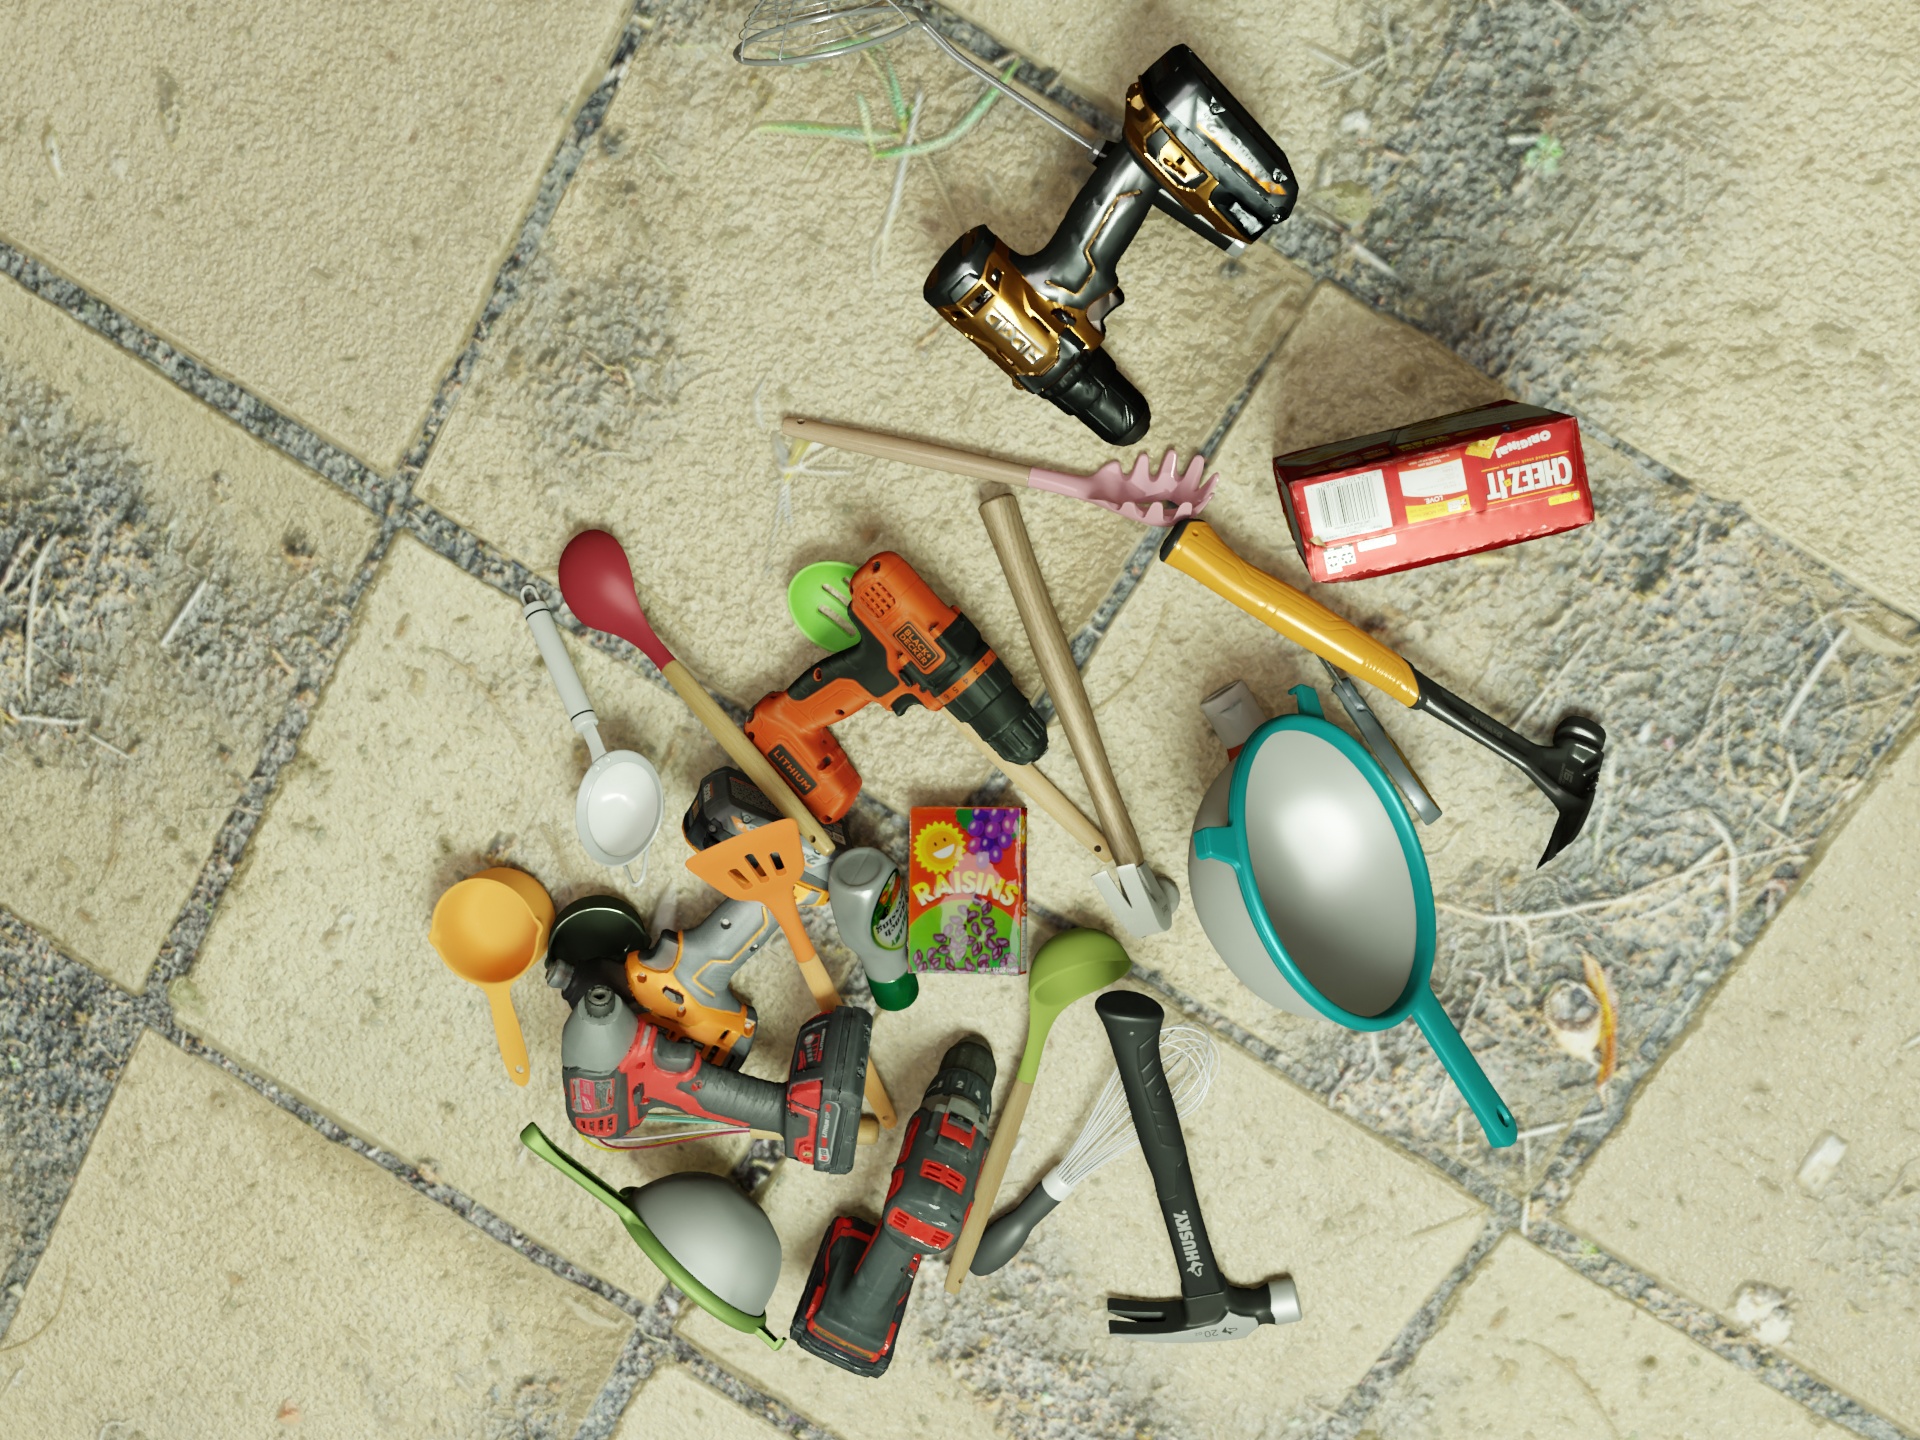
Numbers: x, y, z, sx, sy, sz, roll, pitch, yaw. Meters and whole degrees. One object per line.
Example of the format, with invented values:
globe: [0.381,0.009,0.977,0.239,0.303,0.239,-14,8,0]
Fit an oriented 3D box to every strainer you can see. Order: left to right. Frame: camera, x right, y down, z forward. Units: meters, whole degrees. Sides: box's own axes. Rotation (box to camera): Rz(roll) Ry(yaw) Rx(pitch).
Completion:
strainer: [-0.275,0.007,1.186,0.087,0.050,0.259,-34,73,23]
strainer: [-0.216,0.354,1.185,0.069,0.152,0.256,-46,120,-8]
strainer: [0.253,0.159,1.067,0.095,0.211,0.340,-24,106,42]

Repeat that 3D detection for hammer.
hammer: [0.081,-0.003,1.130,0.031,0.130,0.331,-21,89,15]
hammer: [0.149,0.333,1.162,0.146,0.035,0.334,-13,118,9]
hammer: [0.281,-0.032,1.080,0.337,0.127,0.034,32,140,1]

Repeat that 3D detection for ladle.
ladle: [-0.196,-0.020,1.160,0.315,0.031,0.069,48,115,12]
ladle: [0.048,0.301,1.203,0.062,0.078,0.320,31,107,47]

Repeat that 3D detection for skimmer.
skimmer: [0.025,-0.394,1.074,0.363,0.127,0.090,29,127,-10]

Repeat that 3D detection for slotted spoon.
slotted spoon: [-0.002,-0.004,1.176,0.313,0.031,0.070,43,112,-3]

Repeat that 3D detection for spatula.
spatula: [-0.104,0.195,1.162,0.081,0.041,0.322,-22,122,-1]

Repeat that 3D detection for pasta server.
pasta server: [0.024,-0.185,1.132,0.316,0.060,0.040,13,139,9]

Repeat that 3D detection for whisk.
whisk: [-0.187,0.322,1.261,0.245,0.051,0.047,3,67,3]
whisk: [0.096,0.332,1.216,0.070,0.070,0.284,40,109,-1]

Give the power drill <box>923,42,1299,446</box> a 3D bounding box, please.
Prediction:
power drill: [0.114,-0.297,1.043,0.185,0.084,0.226,38,120,-24]

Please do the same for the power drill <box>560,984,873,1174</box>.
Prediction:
power drill: [-0.178,0.252,1.146,0.219,0.079,0.143,7,131,-1]

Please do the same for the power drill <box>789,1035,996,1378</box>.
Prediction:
power drill: [-0.039,0.360,1.197,0.080,0.188,0.226,26,122,-2]

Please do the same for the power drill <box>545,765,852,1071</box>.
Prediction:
power drill: [-0.197,0.152,1.189,0.164,0.084,0.226,25,106,-20]

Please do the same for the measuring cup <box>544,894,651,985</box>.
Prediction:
measuring cup: [-0.275,0.212,1.257,0.083,0.038,0.167,-14,115,-9]

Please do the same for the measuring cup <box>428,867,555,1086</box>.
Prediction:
measuring cup: [-0.356,0.200,1.258,0.095,0.052,0.173,-8,102,10]
